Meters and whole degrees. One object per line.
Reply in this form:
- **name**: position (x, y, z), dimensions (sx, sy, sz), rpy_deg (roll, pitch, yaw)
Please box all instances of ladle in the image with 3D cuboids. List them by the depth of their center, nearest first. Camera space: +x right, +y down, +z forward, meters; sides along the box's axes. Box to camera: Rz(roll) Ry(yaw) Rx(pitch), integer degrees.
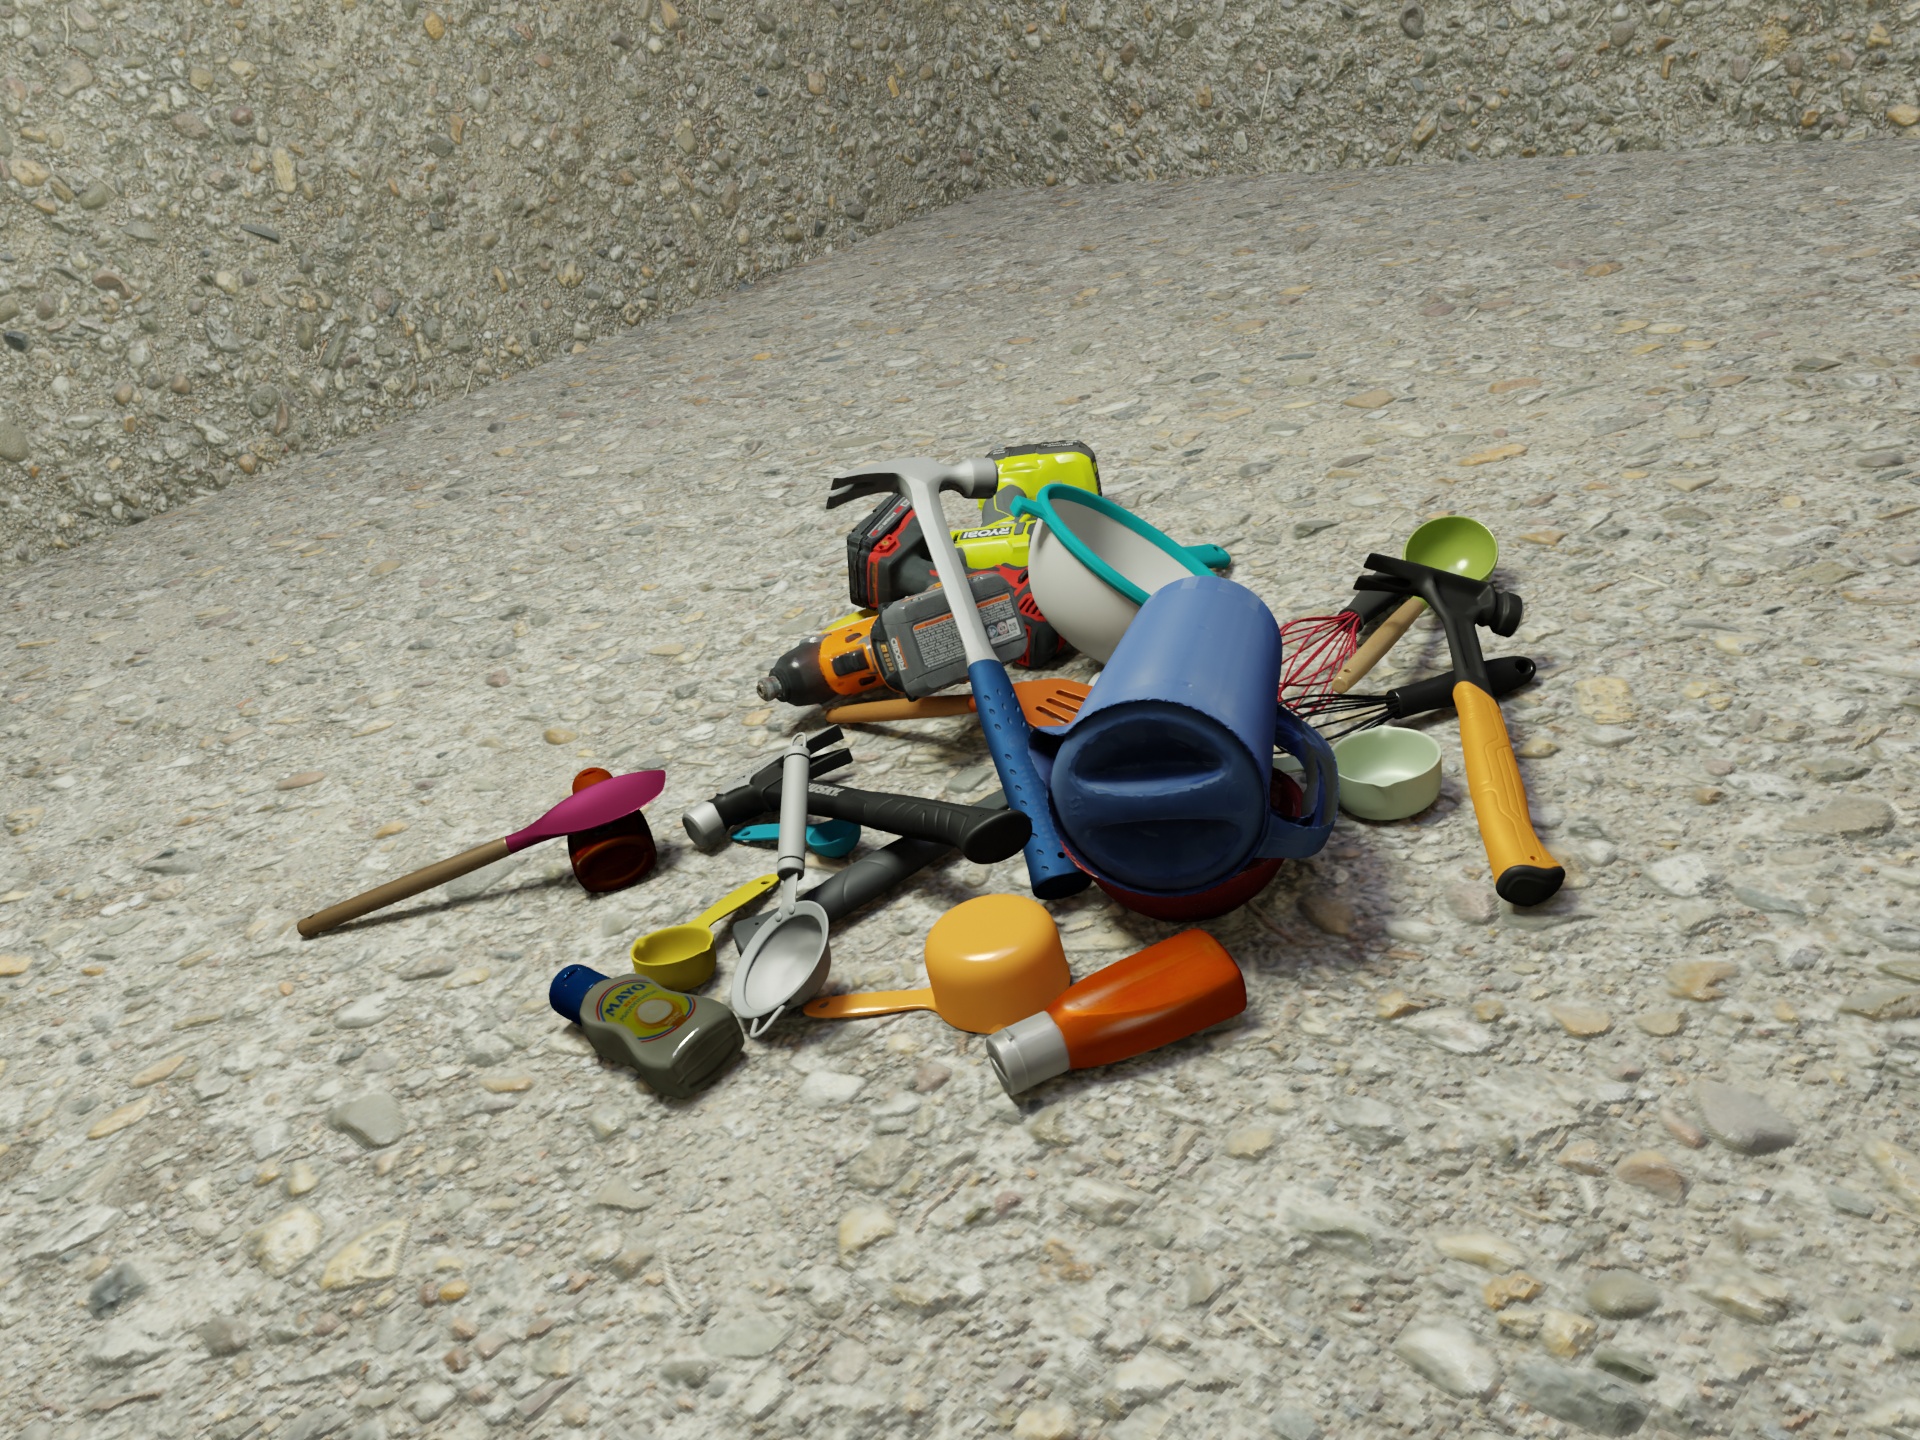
- **ladle**: position (0.354, -0.093, 1.258), dimensions (0.078, 0.062, 0.320), rpy_deg (17, 30, 26)

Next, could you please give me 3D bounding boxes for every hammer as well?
- **hammer**: position (0.348, -0.002, 1.084), dimensions (0.127, 0.034, 0.337), rpy_deg (15, 38, -5)
- **hammer**: position (-0.064, 0.060, 1.147), dimensions (0.146, 0.035, 0.335), rpy_deg (-34, 23, -31)
- **hammer**: position (0.011, 0.074, 1.162), dimensions (0.409, 0.036, 0.149), rpy_deg (-28, 31, -27)
- **hammer**: position (0.009, -0.048, 1.177), dimensions (0.144, 0.035, 0.406), rpy_deg (-4, 53, -21)

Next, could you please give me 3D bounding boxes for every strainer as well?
- **strainer**: position (-0.112, 0.107, 1.068), dimensions (0.087, 0.050, 0.259), rpy_deg (-29, 42, 28)
- **strainer**: position (0.158, -0.108, 1.381), dimensions (0.211, 0.095, 0.340), rpy_deg (40, 22, 15)

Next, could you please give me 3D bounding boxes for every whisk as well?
- **whisk**: position (0.323, -0.010, 1.173), dimensions (0.239, 0.055, 0.055), rpy_deg (-15, 26, -14)
- **whisk**: position (0.309, -0.073, 1.289), dimensions (0.073, 0.073, 0.296), rpy_deg (6, 26, 34)

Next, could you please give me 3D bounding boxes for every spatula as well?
- **spatula**: position (-0.002, -0.004, 1.278), dimensions (0.323, 0.041, 0.081), rpy_deg (-4, 26, 47)

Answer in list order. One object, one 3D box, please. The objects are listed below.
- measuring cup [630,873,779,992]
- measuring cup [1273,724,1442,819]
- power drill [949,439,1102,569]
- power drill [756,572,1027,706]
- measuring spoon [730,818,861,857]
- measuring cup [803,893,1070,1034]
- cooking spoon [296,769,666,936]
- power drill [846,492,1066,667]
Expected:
- **measuring cup**: position (-0.171, 0.149, 1.121), dimensions (0.062, 0.029, 0.156), rpy_deg (2, 19, 28)
- **measuring cup**: position (0.250, 0.044, 1.109), dimensions (0.167, 0.038, 0.083), rpy_deg (-7, 27, 17)
- **power drill**: position (0.072, -0.208, 1.644), dimensions (0.171, 0.080, 0.223), rpy_deg (-5, 31, 17)
- **power drill**: position (-0.065, -0.056, 1.333), dimensions (0.164, 0.084, 0.226), rpy_deg (-21, 6, -30)
- **measuring spoon**: position (-0.126, 0.093, 1.215), dimensions (0.129, 0.021, 0.042), rpy_deg (-4, 25, 38)
- **measuring cup**: position (-0.020, 0.153, 0.998), dimensions (0.173, 0.052, 0.095), rpy_deg (-9, 27, 7)
- **cooking spoon**: position (-0.372, 0.106, 1.233), dimensions (0.319, 0.017, 0.069), rpy_deg (-22, 28, 6)
- **power drill**: position (0.027, -0.145, 1.480), dimensions (0.227, 0.080, 0.188), rpy_deg (20, 45, 22)
